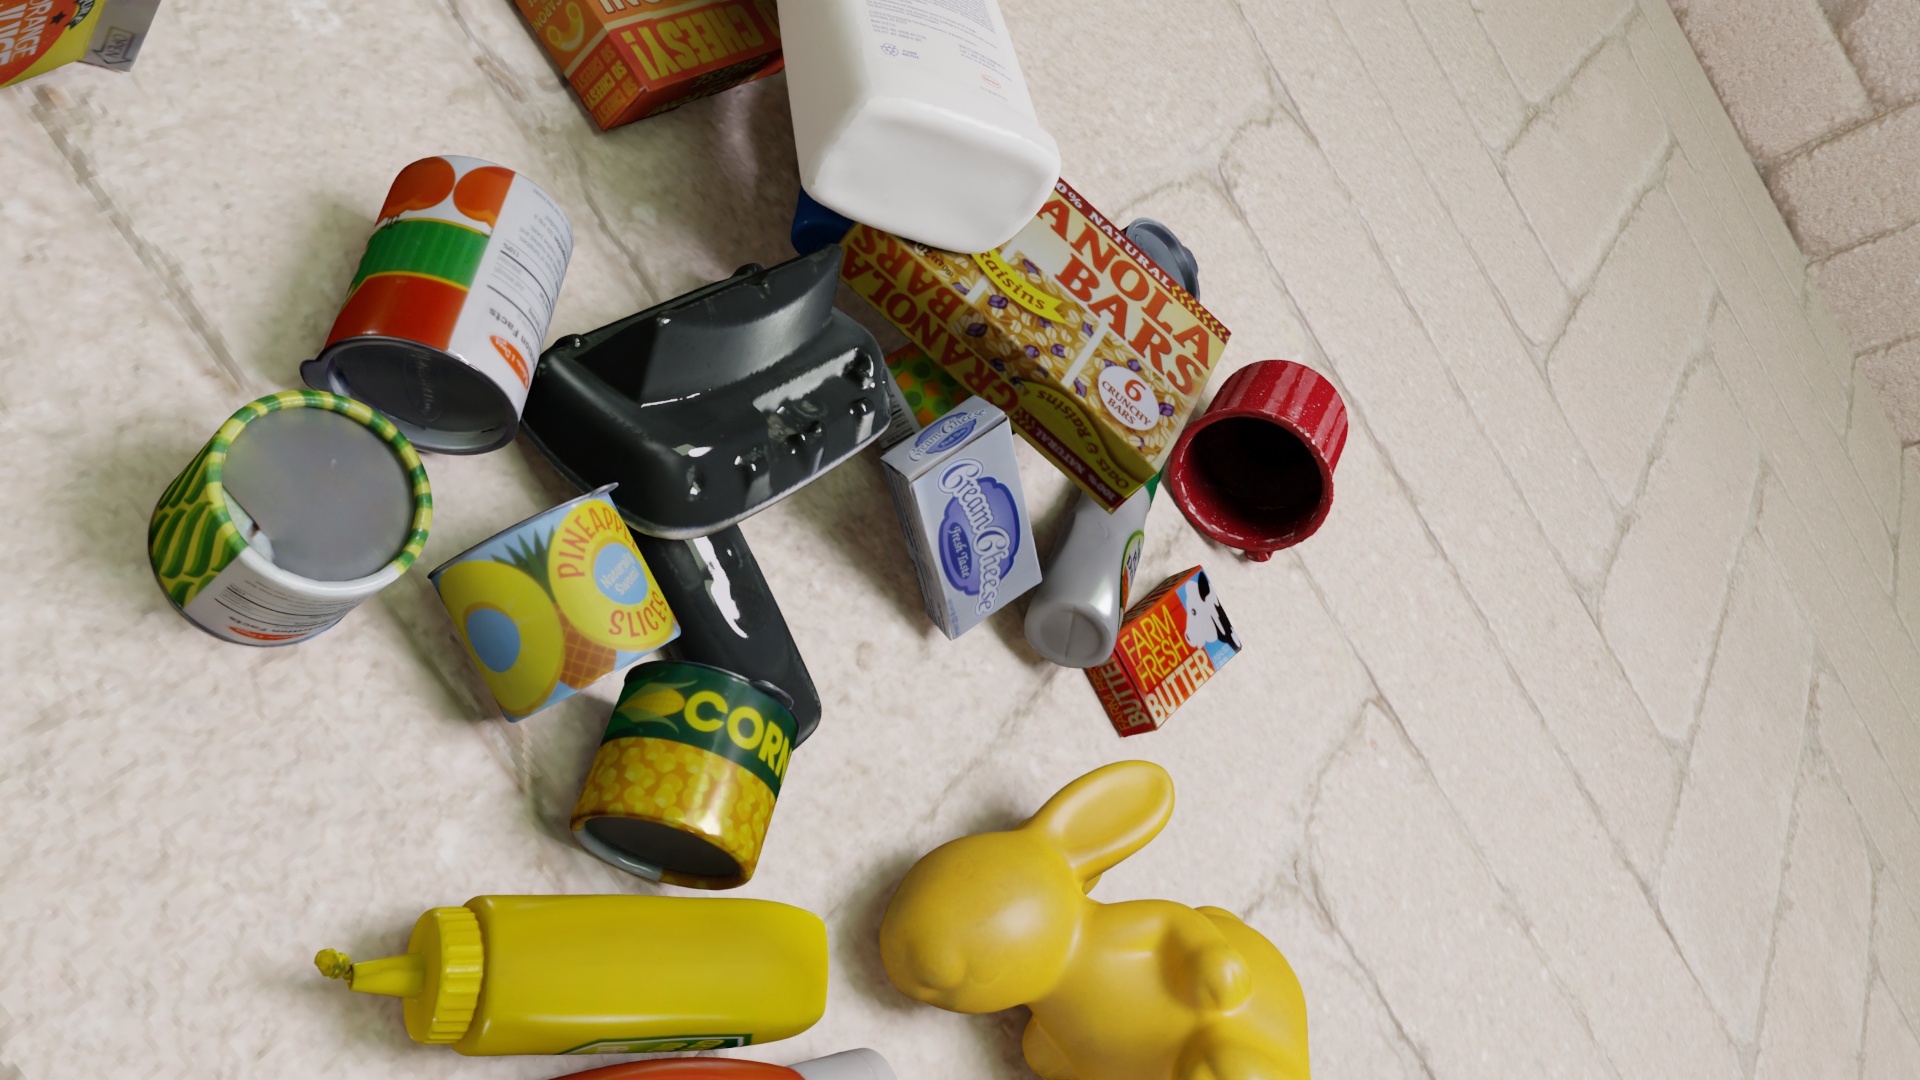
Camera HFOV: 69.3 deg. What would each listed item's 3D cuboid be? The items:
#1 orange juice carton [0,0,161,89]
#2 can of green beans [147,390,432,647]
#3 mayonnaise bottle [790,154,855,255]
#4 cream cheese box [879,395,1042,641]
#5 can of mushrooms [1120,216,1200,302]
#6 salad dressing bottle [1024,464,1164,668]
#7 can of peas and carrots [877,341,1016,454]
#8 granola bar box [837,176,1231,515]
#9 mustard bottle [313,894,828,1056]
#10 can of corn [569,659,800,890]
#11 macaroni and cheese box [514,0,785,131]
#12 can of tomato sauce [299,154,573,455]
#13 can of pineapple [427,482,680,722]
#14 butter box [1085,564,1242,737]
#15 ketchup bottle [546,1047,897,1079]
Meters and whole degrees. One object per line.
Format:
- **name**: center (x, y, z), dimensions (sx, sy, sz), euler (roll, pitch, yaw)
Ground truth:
- **orange juice carton**: center (-0.329, -0.190, 0.384), dimensions (0.193, 0.071, 0.073), euler (18, 60, -38)
- **can of green beans**: center (-0.206, -0.006, 0.428), dimensions (0.071, 0.057, 0.071), euler (21, 58, -37)
- **mayonnaise bottle**: center (-0.053, -0.202, 0.669), dimensions (0.041, 0.064, 0.148), euler (21, 61, -29)
- **cream cheese box**: center (0.002, -0.008, 0.605), dimensions (0.053, 0.024, 0.103), euler (-34, 137, -20)
- **can of mushrooms**: center (0.110, -0.155, 0.825), dimensions (0.071, 0.033, 0.071), euler (20, 58, -36)
- **salad dressing bottle**: center (0.072, 0.000, 0.701), dimensions (0.044, 0.064, 0.148), euler (14, 42, 10)
- **can of peas and carrots**: center (-0.008, -0.064, 0.641), dimensions (0.071, 0.070, 0.058), euler (-33, 96, -47)
- **granola bar box**: center (0.037, -0.108, 0.625), dimensions (0.165, 0.039, 0.125), euler (40, 44, -7)
- **mustard bottle**: center (-0.122, 0.139, 0.443), dimensions (0.160, 0.065, 0.049), euler (12, 63, -34)
- **can of corn**: center (-0.094, 0.083, 0.487), dimensions (0.071, 0.071, 0.058), euler (35, 51, -28)
- **macaroni and cheese box**: center (-0.155, -0.275, 0.616), dimensions (0.166, 0.040, 0.124), euler (57, 43, -8)
- **can of tomato sauce**: center (-0.180, -0.082, 0.486), dimensions (0.071, 0.071, 0.083), euler (28, 53, -33)
- **can of pineapple**: center (-0.136, 0.021, 0.475), dimensions (0.071, 0.071, 0.058), euler (-32, 96, -47)
- **butter box**: center (0.107, 0.057, 0.730), dimensions (0.104, 0.024, 0.053), euler (-31, 95, -47)
- **ketchup bottle**: center (-0.086, 0.201, 0.460), dimensions (0.149, 0.043, 0.065), euler (4, 74, -44)
